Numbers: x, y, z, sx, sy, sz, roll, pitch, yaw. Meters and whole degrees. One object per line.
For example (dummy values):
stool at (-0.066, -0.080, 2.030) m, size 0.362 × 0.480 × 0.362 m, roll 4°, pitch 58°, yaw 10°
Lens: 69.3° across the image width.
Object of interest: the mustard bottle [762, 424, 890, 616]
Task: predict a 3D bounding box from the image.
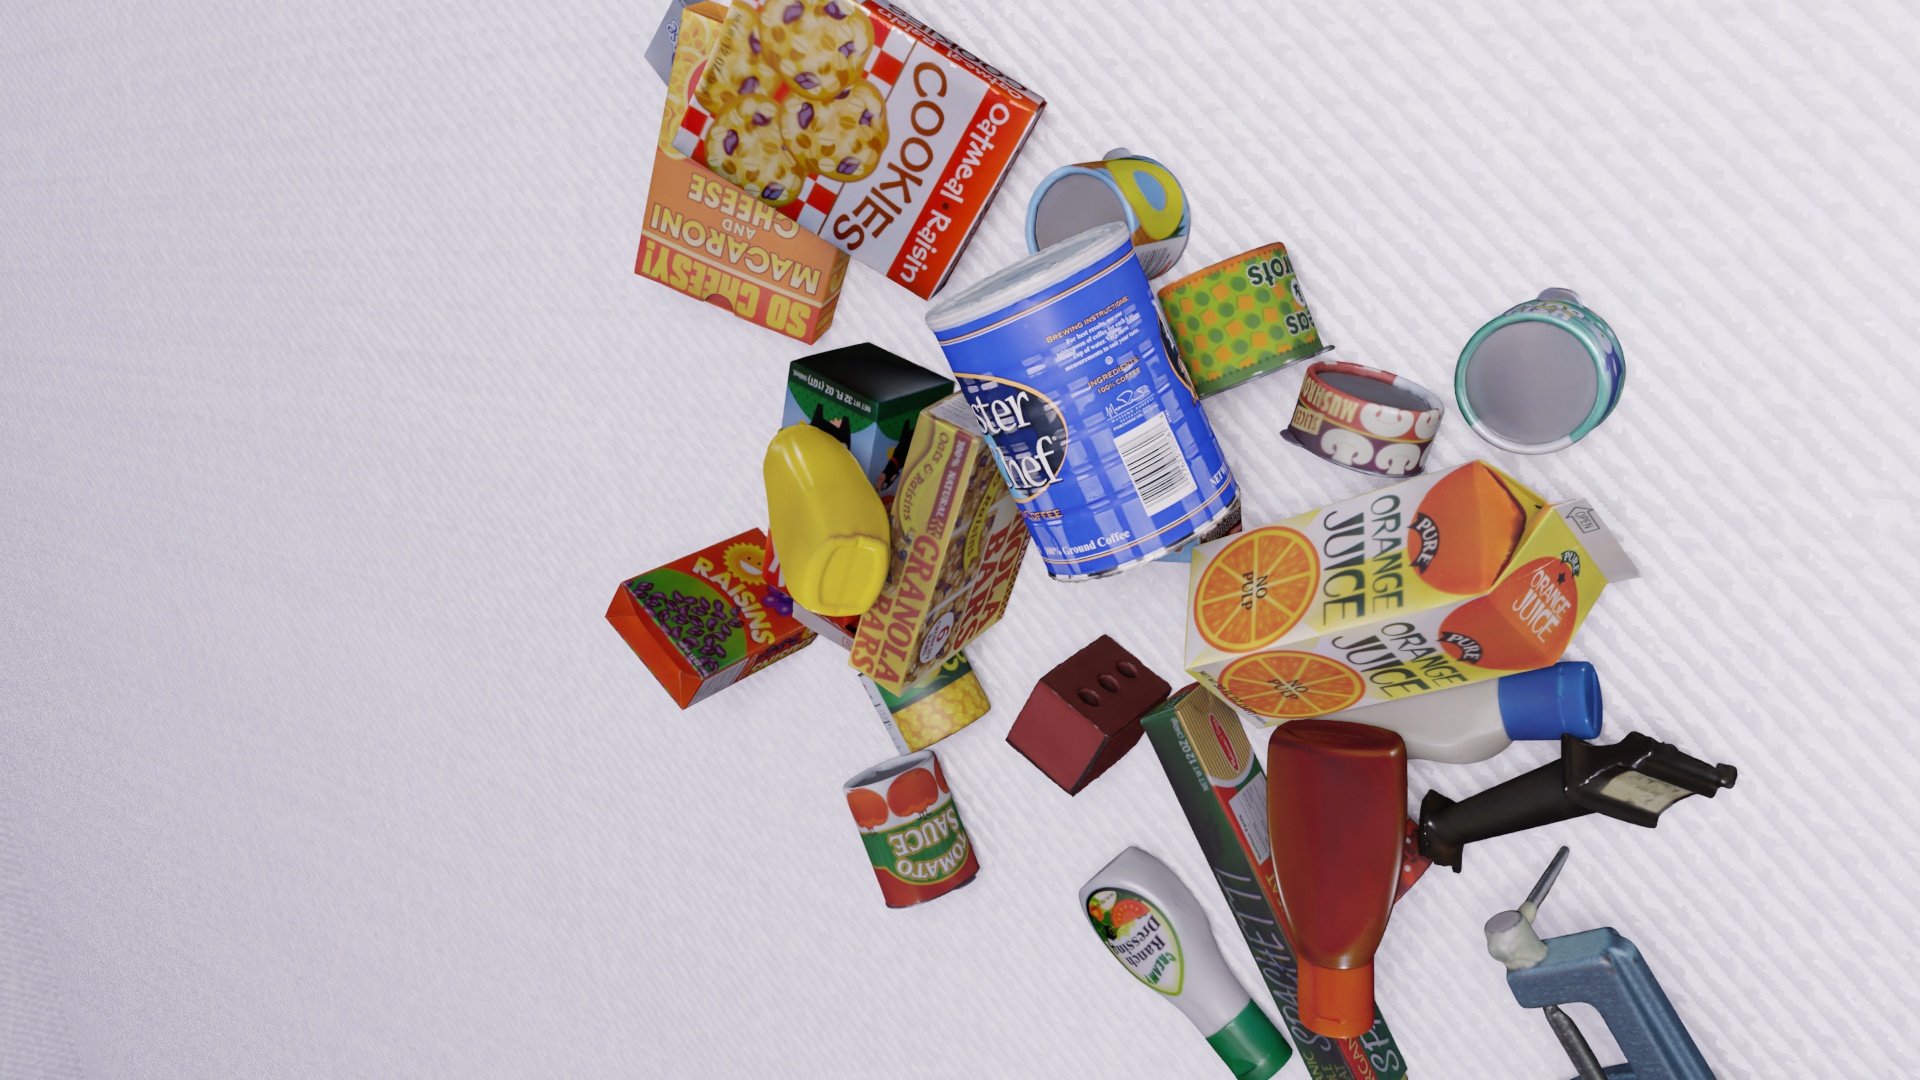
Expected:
mustard bottle at (-0.078, -0.024, 0.755) m, size 0.161 × 0.049 × 0.065 m, roll -117°, pitch 39°, yaw -52°

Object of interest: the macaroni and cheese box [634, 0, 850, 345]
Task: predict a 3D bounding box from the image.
macaroni and cheese box at (-0.119, -0.215, 0.824) m, size 0.124 × 0.040 × 0.165 m, roll 23°, pitch 121°, yaw 5°

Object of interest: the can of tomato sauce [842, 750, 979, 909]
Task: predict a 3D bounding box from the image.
can of tomato sauce at (-0.032, 0.187, 0.907) m, size 0.071 × 0.071 × 0.083 m, roll -19°, pitch 93°, yaw 40°

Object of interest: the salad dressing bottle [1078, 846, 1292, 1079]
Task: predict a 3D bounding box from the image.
salad dressing bottle at (0.133, 0.251, 0.818) m, size 0.148 × 0.044 × 0.064 m, roll 49°, pitch 127°, yaw 13°

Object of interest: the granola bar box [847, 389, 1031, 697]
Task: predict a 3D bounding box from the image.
granola bar box at (0.003, -0.010, 0.772) m, size 0.039 × 0.125 × 0.164 m, roll 29°, pitch 121°, yaw 19°

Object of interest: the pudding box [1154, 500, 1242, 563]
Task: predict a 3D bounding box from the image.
pudding box at (0.103, -0.010, 0.746) m, size 0.083 × 0.050 × 0.030 m, roll 2°, pitch 108°, yaw 37°

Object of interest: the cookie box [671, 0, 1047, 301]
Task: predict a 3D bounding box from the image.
cookie box at (-0.055, -0.226, 0.752) m, size 0.167 × 0.040 × 0.122 m, roll 31°, pitch 121°, yaw -4°

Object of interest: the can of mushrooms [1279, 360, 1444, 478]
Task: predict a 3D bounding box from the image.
can of mushrooms at (0.188, -0.058, 0.651) m, size 0.071 × 0.071 × 0.033 m, roll 27°, pitch 119°, yaw 27°

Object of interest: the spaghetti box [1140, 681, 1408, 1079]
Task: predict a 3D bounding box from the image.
spaghetti box at (0.174, 0.197, 0.764) m, size 0.028 × 0.050 × 0.250 m, roll -26°, pitch 89°, yaw 42°

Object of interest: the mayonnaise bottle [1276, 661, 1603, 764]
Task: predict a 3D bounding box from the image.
mayonnaise bottle at (0.230, 0.081, 0.677) m, size 0.148 × 0.041 × 0.065 m, roll -8°, pitch 58°, yaw 36°

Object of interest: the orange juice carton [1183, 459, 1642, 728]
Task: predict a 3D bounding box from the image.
orange juice carton at (0.204, 0.024, 0.643) m, size 0.192 × 0.073 × 0.071 m, roll -20°, pitch 137°, yaw 37°

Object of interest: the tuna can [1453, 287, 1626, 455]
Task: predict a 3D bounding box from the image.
tuna can at (0.257, -0.075, 0.616) m, size 0.071 × 0.033 × 0.070 m, roll 14°, pitch 114°, yaw 33°

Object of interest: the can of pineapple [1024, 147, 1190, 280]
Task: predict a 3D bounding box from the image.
can of pineapple at (0.074, -0.162, 0.709) m, size 0.071 × 0.058 × 0.070 m, roll 14°, pitch 114°, yaw 34°

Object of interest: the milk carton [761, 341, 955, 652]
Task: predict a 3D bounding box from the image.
milk carton at (-0.067, -0.018, 0.858) m, size 0.072 × 0.074 × 0.189 m, roll 28°, pitch 121°, yaw 28°

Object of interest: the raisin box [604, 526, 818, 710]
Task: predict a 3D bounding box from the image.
raisin box at (-0.158, 0.048, 0.917) m, size 0.086 × 0.124 × 0.040 m, roll 47°, pitch 129°, yaw 15°

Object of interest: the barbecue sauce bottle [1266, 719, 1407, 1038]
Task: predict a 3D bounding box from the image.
barbecue sauce bottle at (0.180, 0.163, 0.666) m, size 0.065 × 0.044 × 0.148 m, roll 3°, pitch 102°, yaw 27°

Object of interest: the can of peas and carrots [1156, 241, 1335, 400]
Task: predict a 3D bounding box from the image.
can of peas and carrots at (0.138, -0.107, 0.674) m, size 0.070 × 0.071 × 0.058 m, roll -20°, pitch 93°, yaw 40°

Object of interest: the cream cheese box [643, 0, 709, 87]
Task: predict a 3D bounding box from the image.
cream cheese box at (-0.150, -0.283, 0.860) m, size 0.104 × 0.024 × 0.053 m, roll 53°, pitch 130°, yaw 10°

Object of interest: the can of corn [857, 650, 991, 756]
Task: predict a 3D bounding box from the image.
can of corn at (-0.020, 0.093, 0.867) m, size 0.071 × 0.071 × 0.058 m, roll -29°, pitch 88°, yaw 40°

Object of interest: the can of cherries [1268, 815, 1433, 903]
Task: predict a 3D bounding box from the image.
can of cherries at (0.204, 0.158, 0.716) m, size 0.058 × 0.072 × 0.071 m, roll 45°, pitch 127°, yaw 16°
